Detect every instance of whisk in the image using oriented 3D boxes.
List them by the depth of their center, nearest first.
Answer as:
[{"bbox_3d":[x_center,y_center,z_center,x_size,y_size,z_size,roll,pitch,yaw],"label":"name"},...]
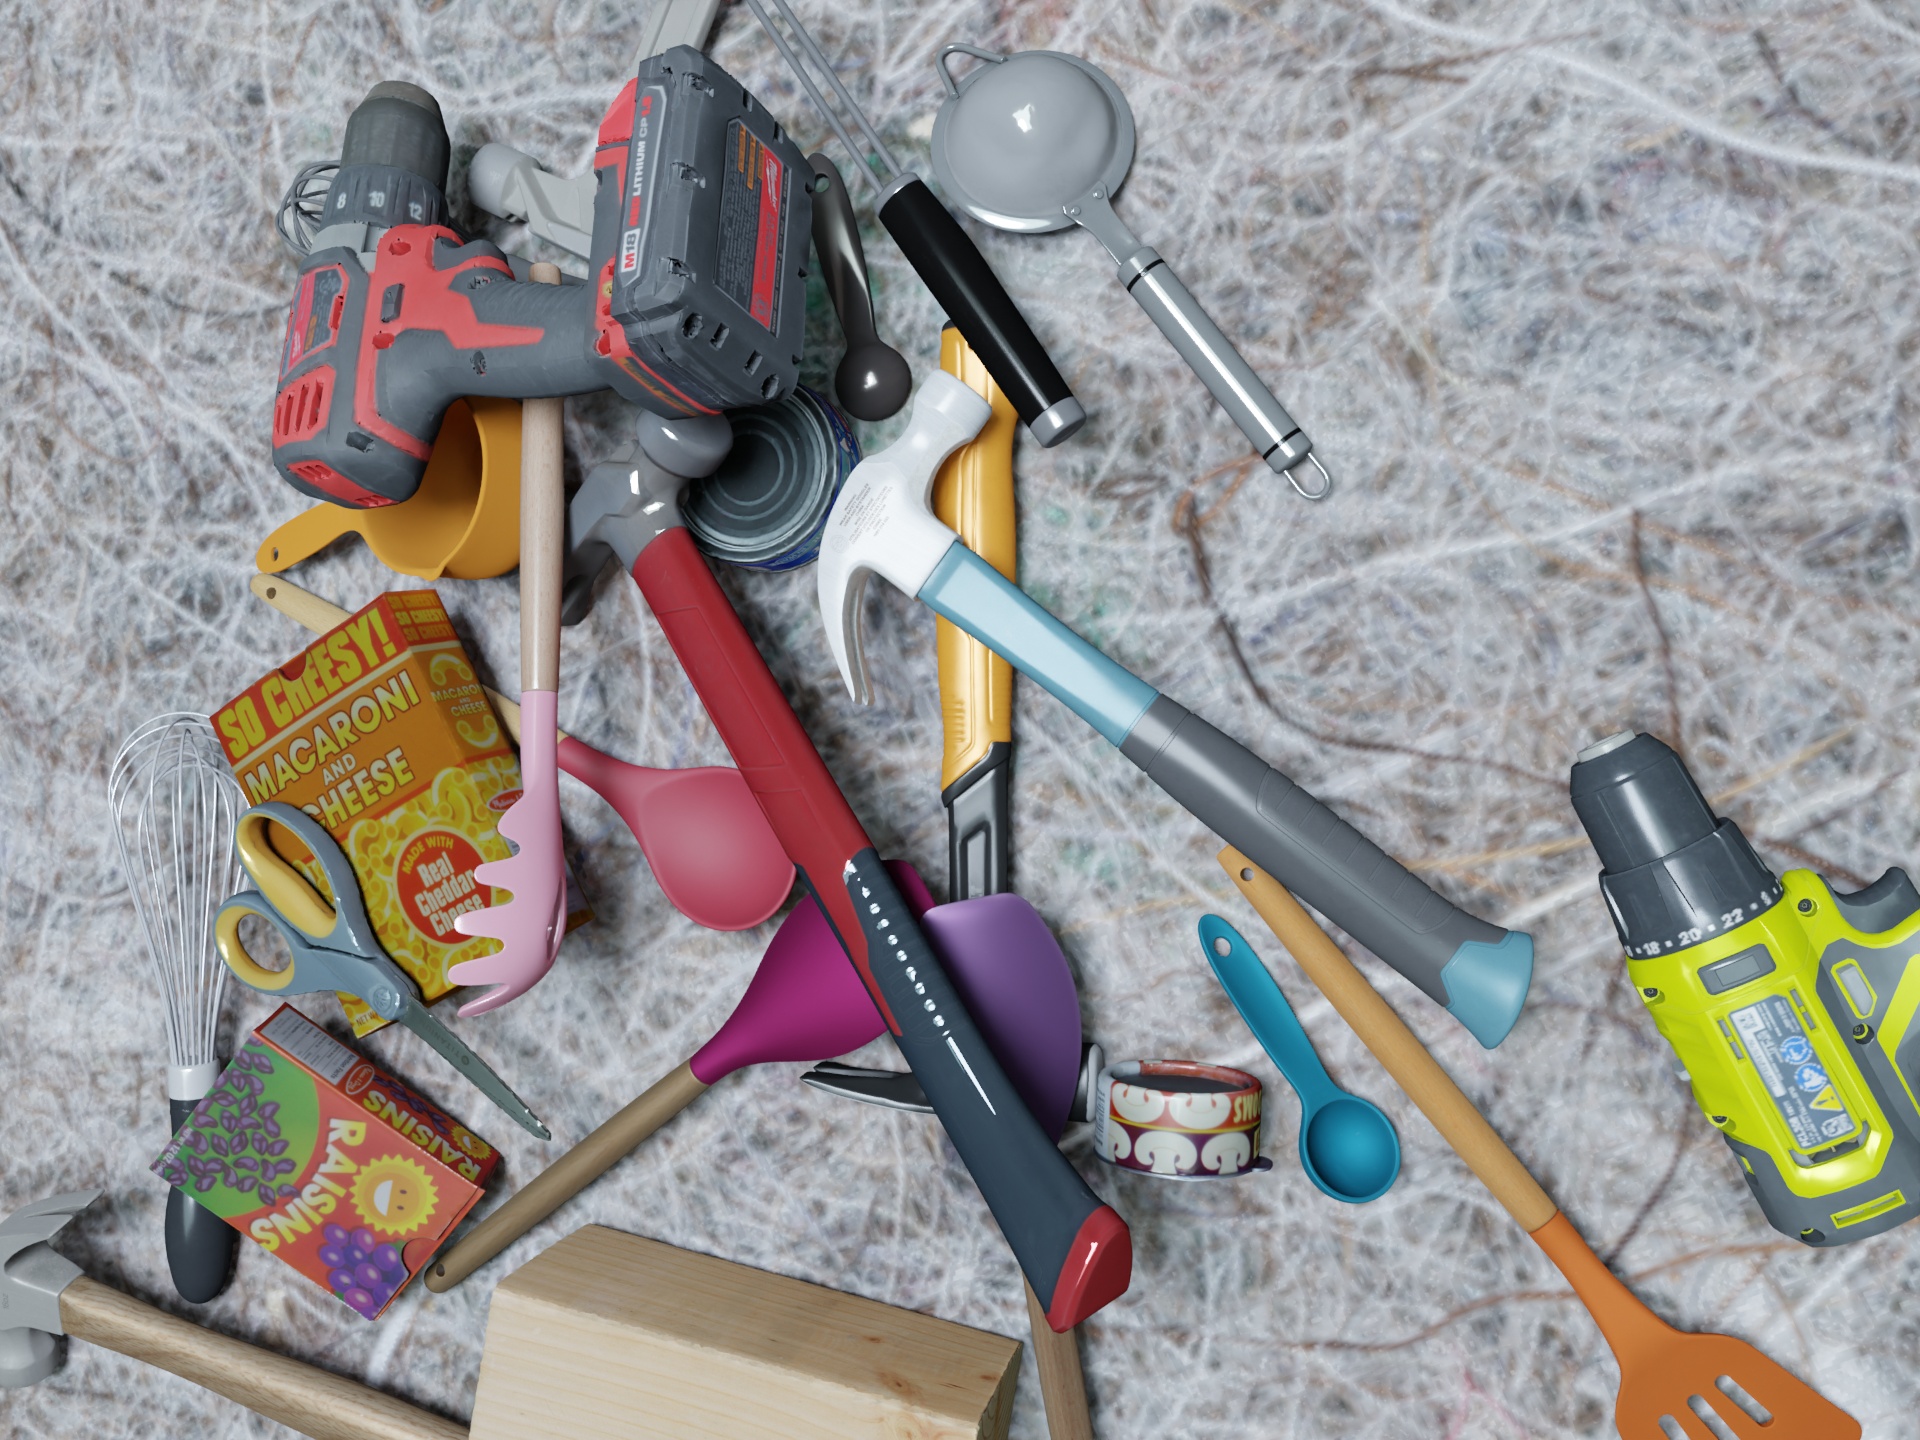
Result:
[{"bbox_3d":[-0.205,-0.201,0.723,0.239,0.055,0.055,22,95,8],"label":"whisk"},{"bbox_3d":[-0.365,0.138,0.754,0.070,0.070,0.284,2,94,14],"label":"whisk"}]

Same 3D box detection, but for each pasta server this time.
[{"bbox_3d":[-0.182,-0.038,0.659,0.040,0.060,0.316,-1,82,-4],"label":"pasta server"}]

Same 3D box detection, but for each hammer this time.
[{"bbox_3d":[0.082,0.007,0.621,0.331,0.033,0.128,38,95,10],"label":"hammer"},{"bbox_3d":[-0.059,0.060,0.625,0.143,0.038,0.387,-46,67,36],"label":"hammer"},{"bbox_3d":[-0.001,-0.002,0.673,0.127,0.034,0.337,1,89,13],"label":"hammer"},{"bbox_3d":[-0.090,-0.367,0.698,0.149,0.036,0.359,25,96,13],"label":"hammer"},{"bbox_3d":[-0.311,0.307,0.733,0.331,0.031,0.130,17,120,9],"label":"hammer"}]

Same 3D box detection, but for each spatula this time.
[{"bbox_3d":[0.210,0.175,0.625,0.081,0.041,0.323,-41,76,10],"label":"spatula"},{"bbox_3d":[0.036,0.224,0.645,0.060,0.018,0.316,-10,96,-3],"label":"spatula"}]

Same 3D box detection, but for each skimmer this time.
[{"bbox_3d":[-0.076,-0.255,0.630,0.127,0.090,0.363,-38,83,36],"label":"skimmer"}]

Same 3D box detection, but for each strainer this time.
[{"bbox_3d":[0.071,-0.194,0.656,0.087,0.050,0.258,-37,84,-4],"label":"strainer"}]

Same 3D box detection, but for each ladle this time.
[{"bbox_3d":[-0.204,0.003,0.728,0.315,0.031,0.069,27,93,15],"label":"ladle"}]

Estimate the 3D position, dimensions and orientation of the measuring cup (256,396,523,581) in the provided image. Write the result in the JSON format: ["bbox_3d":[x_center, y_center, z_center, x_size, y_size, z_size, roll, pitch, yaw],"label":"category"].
[{"bbox_3d":[-0.256,-0.096,0.734,0.173,0.052,0.095,-17,80,33],"label":"measuring cup"}]

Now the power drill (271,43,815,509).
[{"bbox_3d":[-0.174,-0.189,0.631,0.227,0.080,0.188,-6,72,27],"label":"power drill"}]

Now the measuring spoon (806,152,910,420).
[{"bbox_3d":[-0.051,-0.192,0.695,0.034,0.018,0.124,-16,85,14],"label":"measuring spoon"}]

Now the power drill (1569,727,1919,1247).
[{"bbox_3d":[0.351,0.056,0.563,0.228,0.080,0.190,-28,83,15],"label":"power drill"}]

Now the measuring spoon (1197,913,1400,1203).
[{"bbox_3d":[0.131,0.137,0.647,0.042,0.021,0.129,-23,72,-24],"label":"measuring spoon"}]

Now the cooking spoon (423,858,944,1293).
[{"bbox_3d":[-0.129,0.166,0.689,0.319,0.017,0.069,-40,66,19],"label":"cooking spoon"}]
